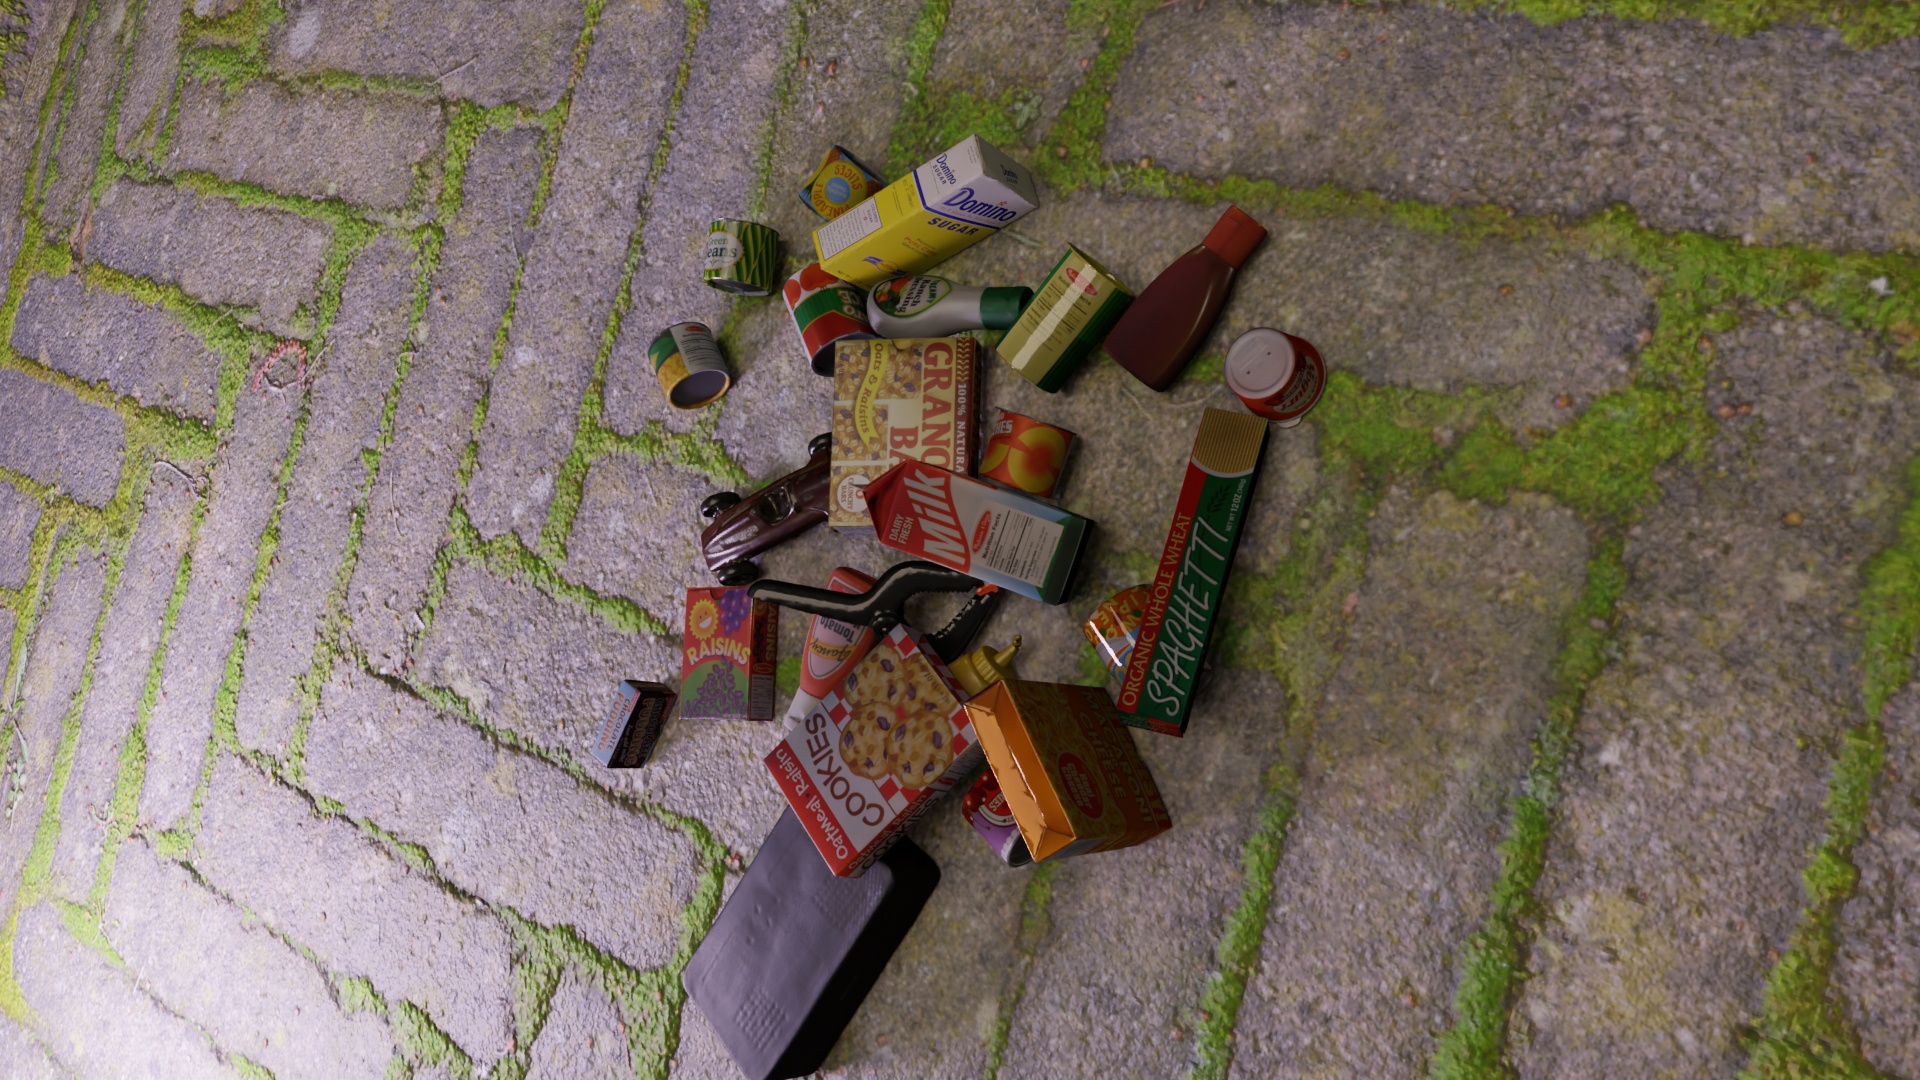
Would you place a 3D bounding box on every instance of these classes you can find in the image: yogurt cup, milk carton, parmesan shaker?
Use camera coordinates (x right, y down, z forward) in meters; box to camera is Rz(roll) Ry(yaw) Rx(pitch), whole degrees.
[{"bbox_3d":[0.231,-0.126,1.034,0.072,0.054,0.072,-6,79,32],"label":"yogurt cup"},{"bbox_3d":[0.004,-0.014,1.111,0.191,0.072,0.073,20,94,10],"label":"milk carton"},{"bbox_3d":[0.082,-0.180,1.129,0.103,0.071,0.071,-51,61,17],"label":"parmesan shaker"}]

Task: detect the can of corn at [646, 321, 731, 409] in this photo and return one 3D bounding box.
[{"bbox_3d":[-0.263,-0.167,1.346,0.071,0.071,0.058,-37,65,22],"label":"can of corn"}]

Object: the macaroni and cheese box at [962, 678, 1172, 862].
[{"bbox_3d":[0.083,0.166,1.015,0.040,0.166,0.124,-35,66,23],"label":"macaroni and cheese box"}]

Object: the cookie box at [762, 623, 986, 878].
[{"bbox_3d":[-0.065,0.169,1.114,0.167,0.040,0.123,-45,58,10],"label":"cookie box"}]

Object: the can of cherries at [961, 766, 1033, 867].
[{"bbox_3d":[0.043,0.211,1.090,0.058,0.071,0.071,42,105,31],"label":"can of cherries"}]

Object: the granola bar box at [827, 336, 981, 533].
[{"bbox_3d":[-0.047,-0.090,1.190,0.124,0.039,0.165,0,82,11],"label":"granola bar box"}]

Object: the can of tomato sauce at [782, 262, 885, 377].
[{"bbox_3d":[-0.115,-0.201,1.258,0.071,0.071,0.083,-34,66,24],"label":"can of tomato sauce"}]

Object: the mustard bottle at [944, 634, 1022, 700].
[{"bbox_3d":[-0.001,0.133,1.143,0.160,0.049,0.065,-45,64,18],"label":"mustard bottle"}]

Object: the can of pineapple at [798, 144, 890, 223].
[{"bbox_3d":[-0.105,-0.318,1.267,0.057,0.071,0.071,-51,61,16],"label":"can of pineapple"}]

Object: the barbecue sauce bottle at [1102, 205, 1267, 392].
[{"bbox_3d":[0.179,-0.191,1.084,0.065,0.043,0.148,45,106,29],"label":"barbecue sauce bottle"}]

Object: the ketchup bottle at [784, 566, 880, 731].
[{"bbox_3d":[-0.110,0.101,1.220,0.065,0.043,0.148,27,98,24],"label":"ketchup bottle"}]

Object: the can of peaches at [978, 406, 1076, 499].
[{"bbox_3d":[0.052,-0.071,1.129,0.071,0.071,0.058,22,95,33],"label":"can of peaches"}]

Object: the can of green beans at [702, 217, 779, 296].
[{"bbox_3d":[-0.210,-0.269,1.327,0.071,0.071,0.058,6,86,33],"label":"can of green beans"}]

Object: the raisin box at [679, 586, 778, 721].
[{"bbox_3d":[-0.215,0.105,1.288,0.086,0.040,0.123,-3,80,33],"label":"raisin box"}]

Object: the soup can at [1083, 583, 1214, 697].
[{"bbox_3d":[0.139,0.086,1.050,0.071,0.071,0.084,-43,63,20],"label":"soup can"}]

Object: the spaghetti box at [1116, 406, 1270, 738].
[{"bbox_3d":[0.172,0.020,1.016,0.050,0.028,0.251,13,71,20],"label":"spaghetti box"}]

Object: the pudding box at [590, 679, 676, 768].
[{"bbox_3d":[-0.314,0.177,1.333,0.030,0.049,0.083,31,98,34],"label":"pudding box"}]

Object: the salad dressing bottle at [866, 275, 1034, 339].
[{"bbox_3d":[-0.008,-0.201,1.199,0.147,0.043,0.064,5,53,27],"label":"salad dressing bottle"}]
